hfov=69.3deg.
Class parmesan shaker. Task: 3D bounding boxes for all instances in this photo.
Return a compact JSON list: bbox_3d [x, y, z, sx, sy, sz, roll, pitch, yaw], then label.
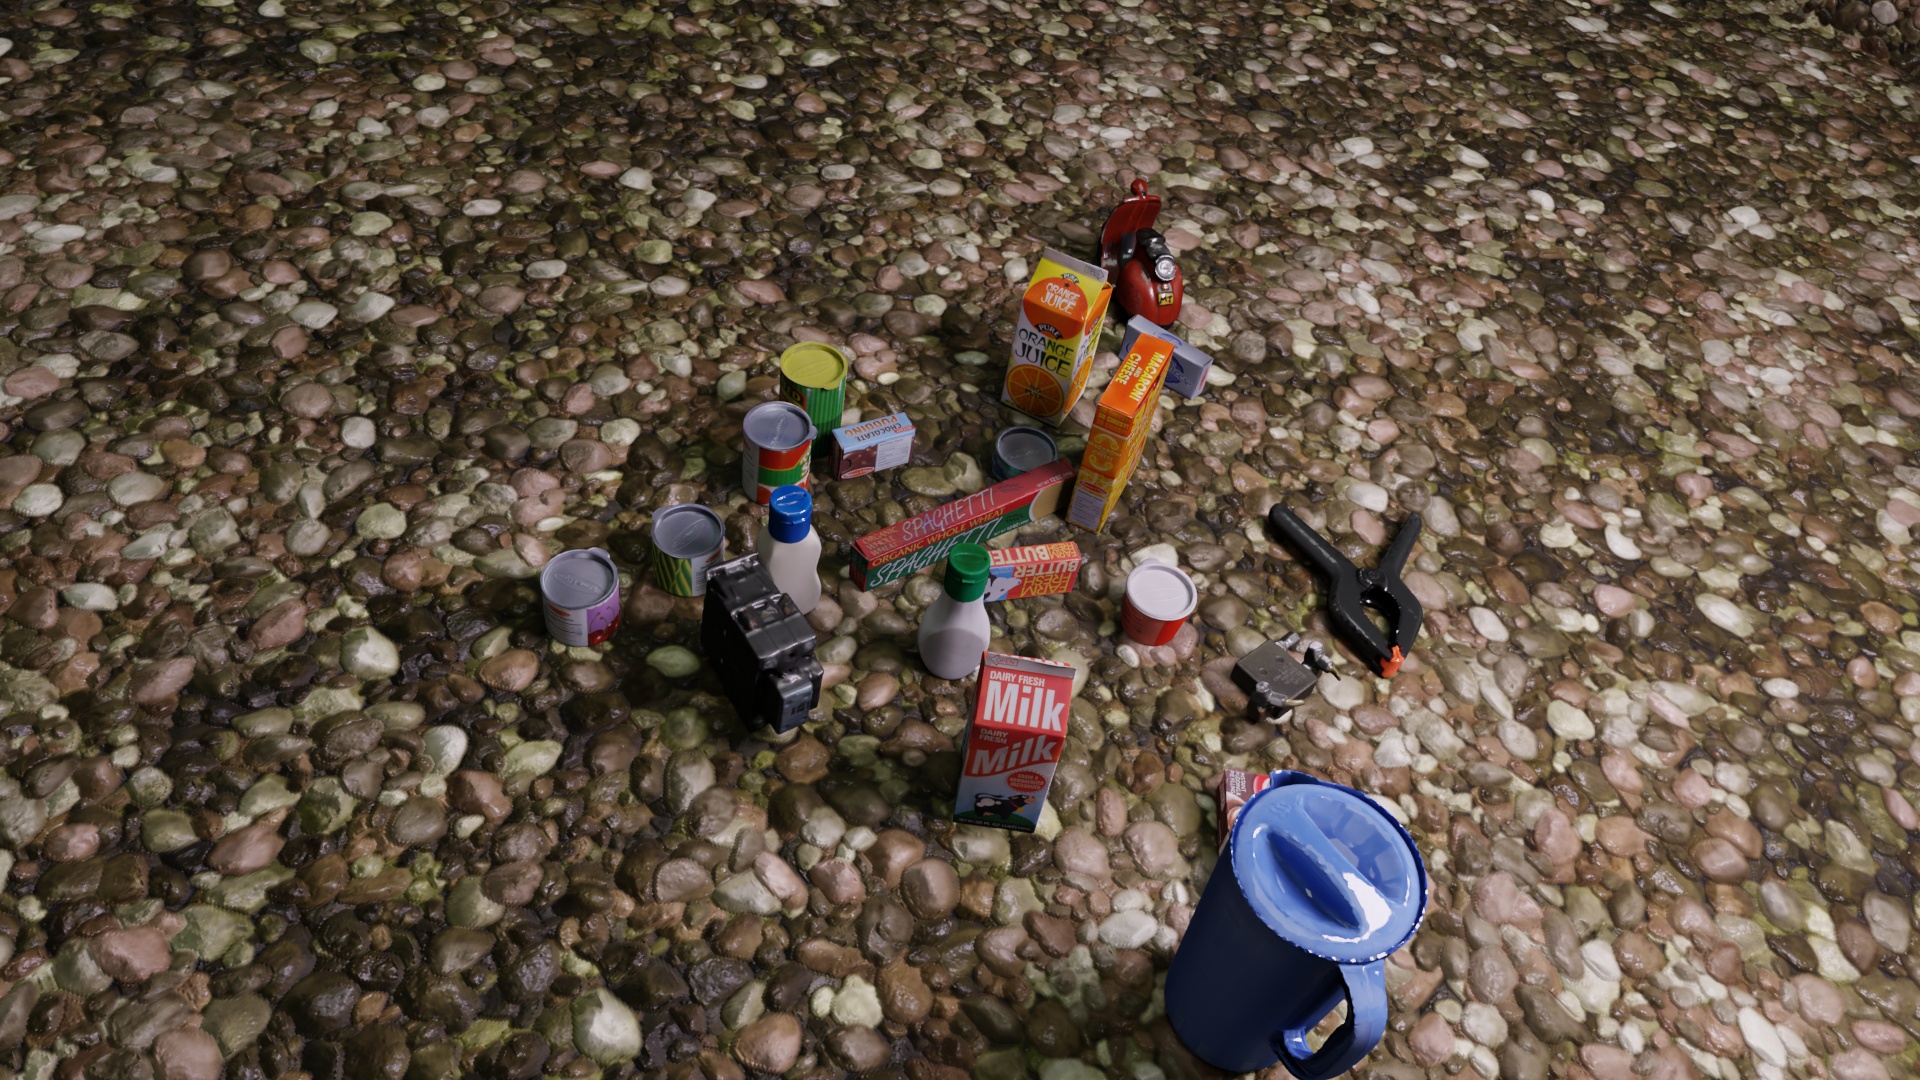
[{"bbox_3d":[-0.149,-0.138,1.395,0.071,0.102,0.072,5,48,-6],"label":"parmesan shaker"}]

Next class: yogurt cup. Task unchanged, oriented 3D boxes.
[{"bbox_3d":[0.184,0.063,1.311,0.072,0.053,0.073,5,48,-6],"label":"yogurt cup"}]

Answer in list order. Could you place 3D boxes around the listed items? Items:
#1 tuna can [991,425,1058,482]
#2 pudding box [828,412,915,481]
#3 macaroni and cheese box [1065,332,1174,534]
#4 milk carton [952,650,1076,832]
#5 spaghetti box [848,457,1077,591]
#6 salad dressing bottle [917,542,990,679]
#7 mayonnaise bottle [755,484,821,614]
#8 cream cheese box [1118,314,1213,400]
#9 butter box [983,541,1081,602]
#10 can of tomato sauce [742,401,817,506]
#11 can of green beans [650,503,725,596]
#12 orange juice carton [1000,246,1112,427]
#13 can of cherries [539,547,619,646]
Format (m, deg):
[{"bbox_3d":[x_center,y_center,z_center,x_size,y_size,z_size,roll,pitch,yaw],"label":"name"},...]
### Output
[{"bbox_3d":[0.067,-0.083,1.433,0.071,0.032,0.071,5,48,-6],"label":"tuna can"},{"bbox_3d":[-0.089,-0.095,1.404,0.084,0.049,0.030,-17,54,-23],"label":"pudding box"},{"bbox_3d":[0.159,-0.105,1.380,0.040,0.165,0.124,24,49,11],"label":"macaroni and cheese box"},{"bbox_3d":[0.042,0.152,1.115,0.072,0.189,0.074,9,48,-2],"label":"milk carton"},{"bbox_3d":[0.005,-0.017,1.352,0.251,0.049,0.029,-23,56,-27],"label":"spaghetti box"},{"bbox_3d":[-0.001,0.062,1.215,0.064,0.146,0.044,6,48,-5],"label":"salad dressing bottle"},{"bbox_3d":[-0.153,0.012,1.231,0.065,0.147,0.041,-17,54,-23],"label":"mayonnaise bottle"},{"bbox_3d":[0.229,-0.205,1.557,0.104,0.053,0.024,34,52,19],"label":"cream cheese box"},{"bbox_3d":[0.059,0.030,1.318,0.104,0.052,0.024,-6,50,-16],"label":"butter box"},{"bbox_3d":[-0.177,-0.083,1.355,0.071,0.082,0.071,5,48,-6],"label":"can of tomato sauce"},{"bbox_3d":[-0.250,0.009,1.277,0.071,0.057,0.071,5,48,-6],"label":"can of green beans"},{"bbox_3d":[0.102,-0.218,1.452,0.072,0.191,0.073,26,50,13],"label":"orange juice carton"},{"bbox_3d":[-0.333,0.050,1.226,0.071,0.058,0.072,5,48,-6],"label":"can of cherries"}]
